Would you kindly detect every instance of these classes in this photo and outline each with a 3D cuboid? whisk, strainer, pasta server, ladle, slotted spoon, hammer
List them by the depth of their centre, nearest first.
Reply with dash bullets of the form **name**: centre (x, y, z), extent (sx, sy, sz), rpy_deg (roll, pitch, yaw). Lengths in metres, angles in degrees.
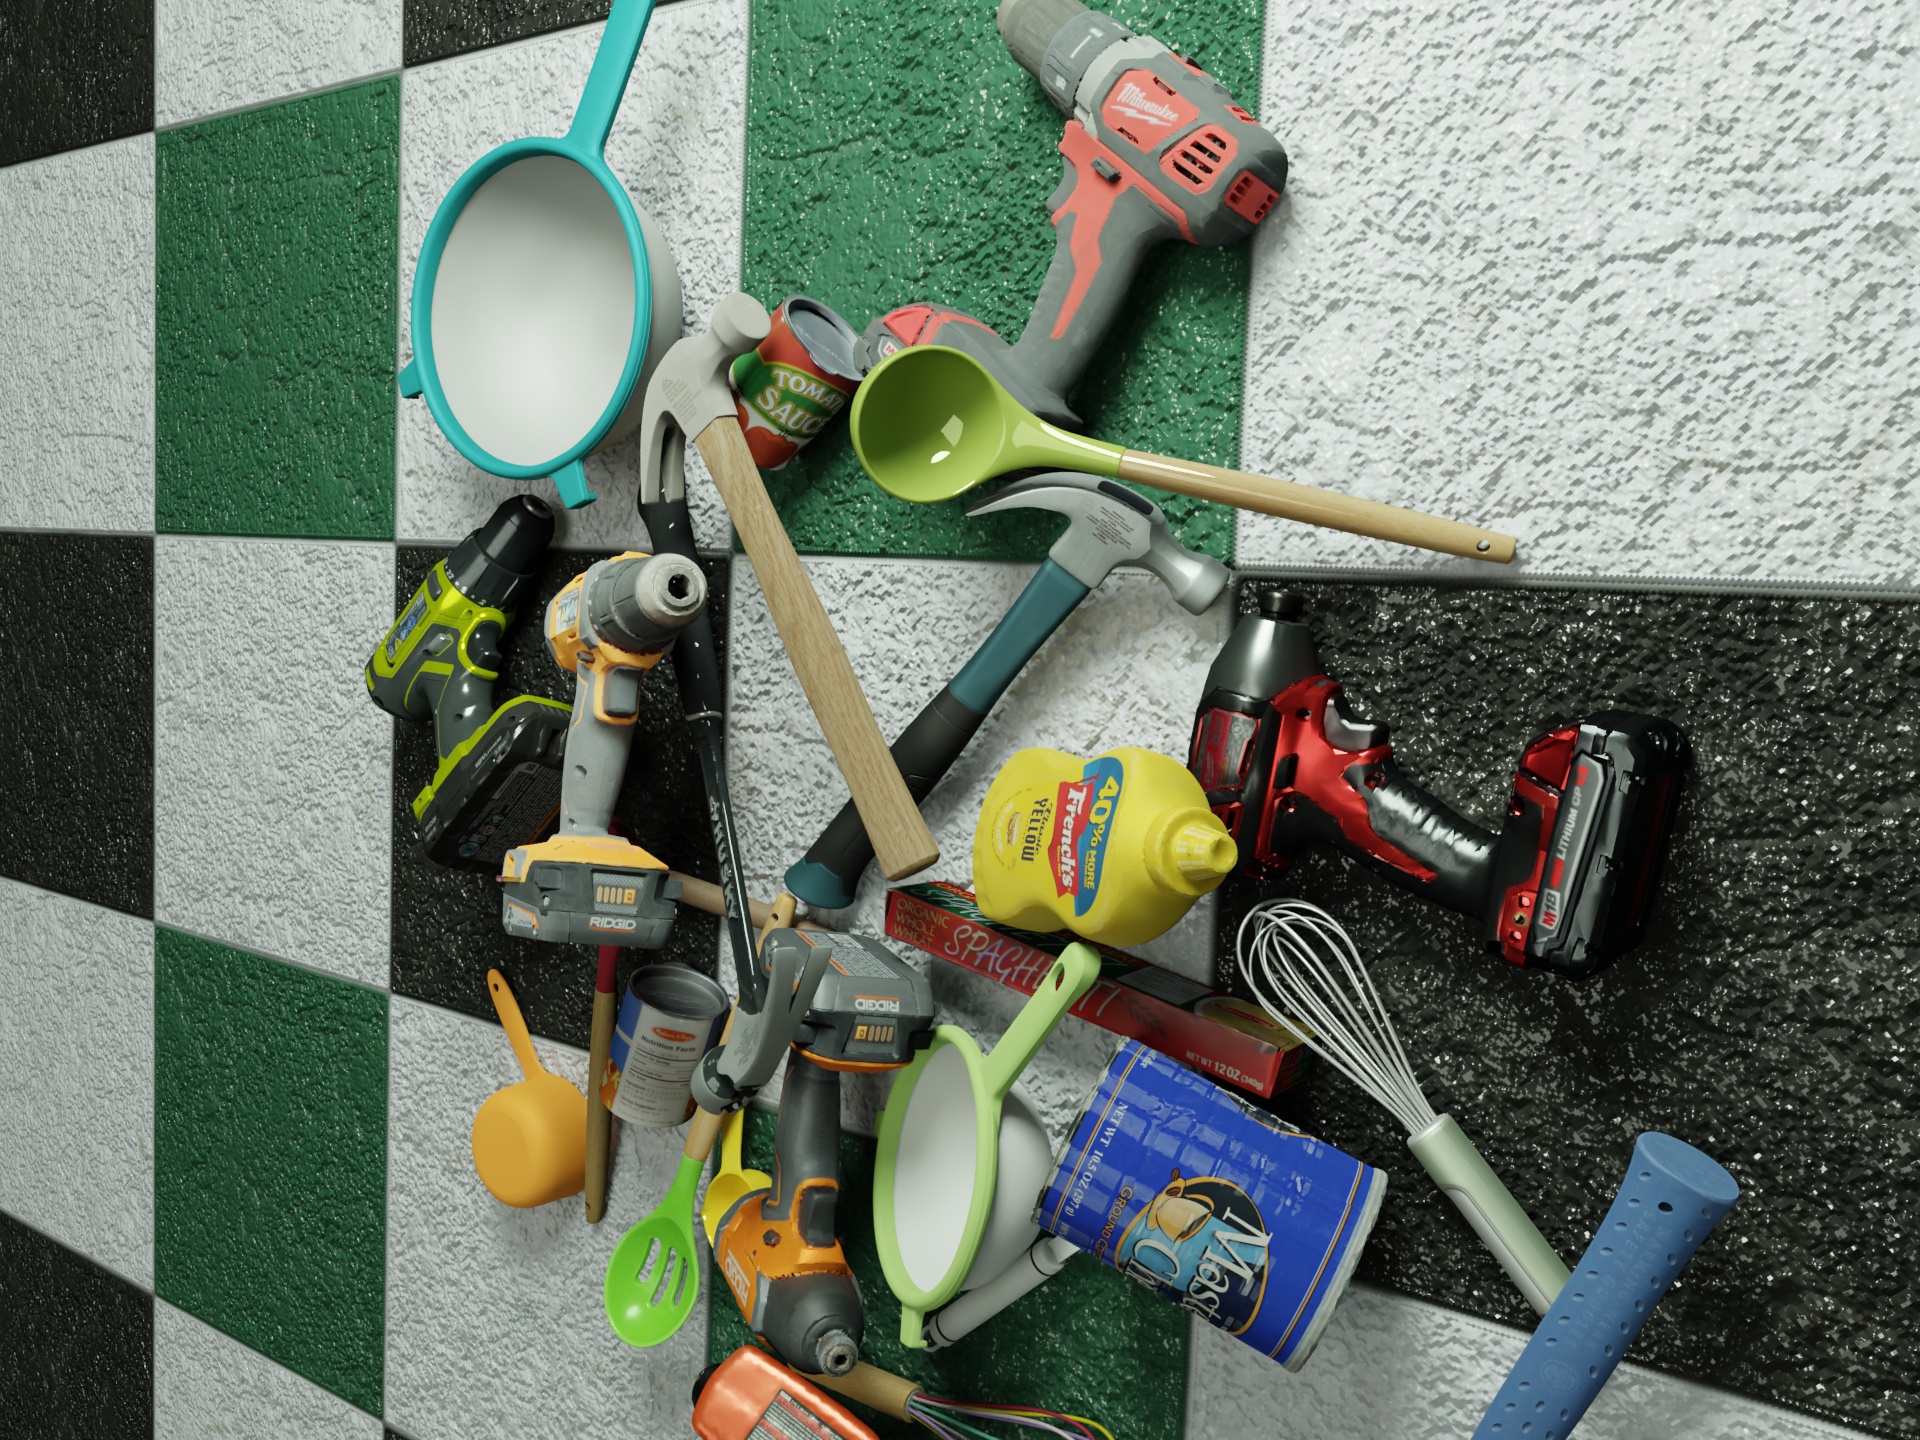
- **hammer**: centre (0.241, 0.360, 0.728), extent (0.144, 0.035, 0.405), rpy_deg (34, 117, 29)
- **whisk**: centre (0.216, 0.188, 0.754), extent (0.246, 0.059, 0.057), rpy_deg (54, 158, 16)
- **ladle**: centre (0.100, -0.115, 0.756), extent (0.320, 0.062, 0.078), rpy_deg (15, 110, 13)
- **strainer**: centre (0.031, 0.210, 0.851), extent (0.256, 0.069, 0.152), rpy_deg (-60, 27, 34)
- **strainer**: centre (0.053, 0.295, 0.879), extent (0.258, 0.050, 0.087), rpy_deg (-46, 63, 32)
- **hammer**: centre (-0.001, -0.003, 0.888), extent (0.128, 0.033, 0.331), rpy_deg (38, 121, -2)
- **hammer**: centre (-0.095, -0.064, 0.893), extent (0.130, 0.031, 0.331), rpy_deg (-34, 76, 41)
- **whisk**: centre (-0.008, 0.405, 0.932), extent (0.245, 0.051, 0.047), rpy_deg (4, 74, 39)
- **hammer**: centre (-0.148, 0.011, 0.933), extent (0.149, 0.036, 0.409), rpy_deg (-52, 44, 47)
- **slotted spoon**: centre (-0.157, 0.252, 1.002), extent (0.070, 0.031, 0.313), rpy_deg (26, 102, 27)
- **strainer**: centre (-0.226, -0.315, 1.012), extent (0.211, 0.095, 0.340), rpy_deg (33, 109, 27)
- **pasta server**: centre (-0.215, 0.105, 1.059), extent (0.316, 0.040, 0.060), rpy_deg (14, 108, 33)
- **ladle**: centre (-0.239, 0.203, 1.066), extent (0.069, 0.031, 0.315), rpy_deg (23, 115, 39)

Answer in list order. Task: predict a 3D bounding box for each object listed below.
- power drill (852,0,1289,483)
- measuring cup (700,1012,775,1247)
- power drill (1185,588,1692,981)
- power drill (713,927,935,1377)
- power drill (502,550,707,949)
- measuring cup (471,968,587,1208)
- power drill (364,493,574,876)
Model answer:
- **power drill**: centre (0.041, -0.257, 0.838), extent (0.188, 0.080, 0.226), rpy_deg (48, 115, 23)
- **measuring cup**: centre (-0.137, 0.267, 1.024), extent (0.062, 0.029, 0.156), rpy_deg (-10, 77, 41)
- **power drill**: centre (0.206, 0.025, 0.736), extent (0.220, 0.078, 0.143), rpy_deg (17, 102, 37)
- **power drill**: centre (-0.079, 0.246, 0.903), extent (0.164, 0.084, 0.226), rpy_deg (-161, 80, -66)
- **power drill**: centre (-0.198, 0.014, 0.912), extent (0.185, 0.084, 0.226), rpy_deg (-10, 74, 61)
- **measuring cup**: centre (-0.321, 0.262, 1.132), extent (0.095, 0.052, 0.174), rpy_deg (-32, 76, 32)
- **power drill**: centre (-0.318, -0.028, 1.076), extent (0.190, 0.080, 0.229), rpy_deg (-47, 49, 20)
